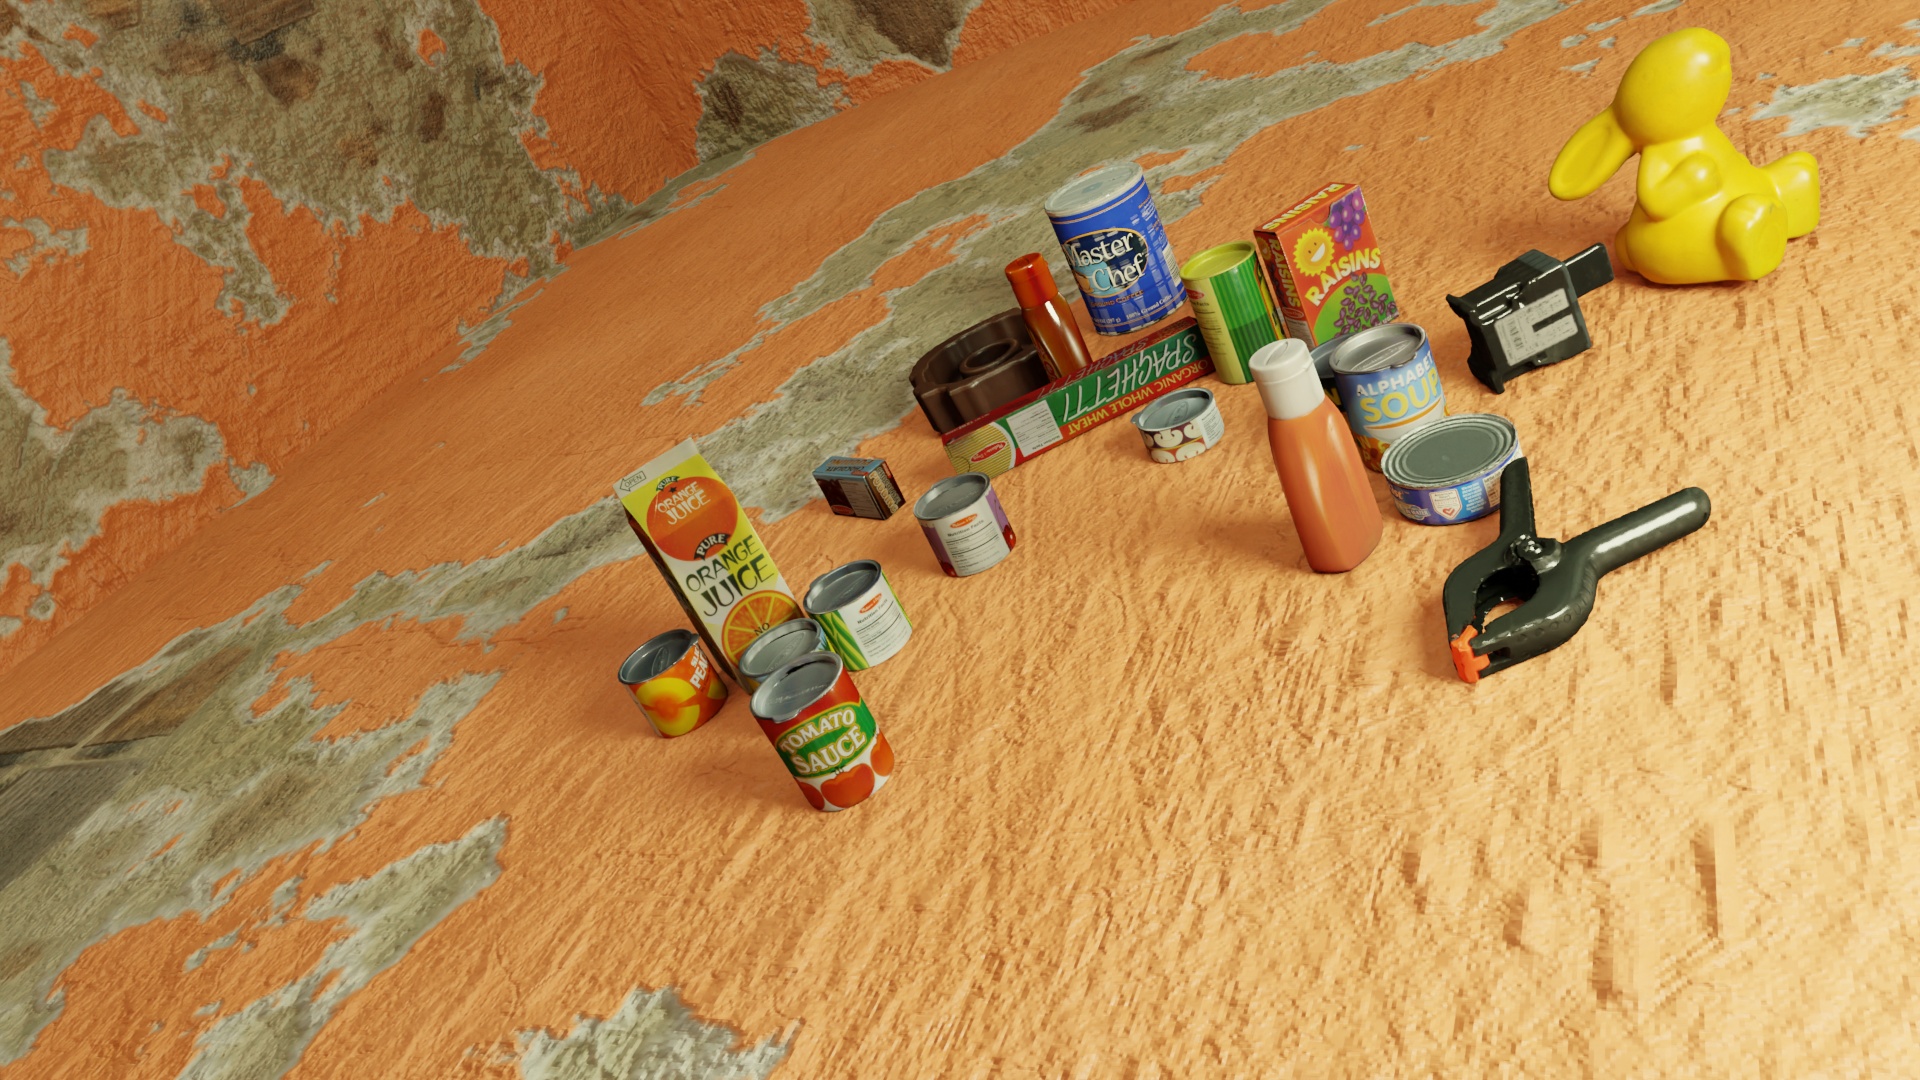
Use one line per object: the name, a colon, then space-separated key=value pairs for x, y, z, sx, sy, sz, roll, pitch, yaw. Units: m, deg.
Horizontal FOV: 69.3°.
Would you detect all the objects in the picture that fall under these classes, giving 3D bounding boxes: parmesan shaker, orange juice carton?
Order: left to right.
orange juice carton: x=-0.192 y=0.017 z=1.077 sx=0.072 sy=0.192 sz=0.073 roll=-35 pitch=27 yaw=-17
parmesan shaker: x=0.233 y=-0.193 z=1.177 sx=0.071 sy=0.102 sz=0.071 roll=-21 pitch=26 yaw=11

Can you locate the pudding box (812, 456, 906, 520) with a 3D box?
pudding box: x=-0.094 y=-0.049 z=1.273 sx=0.083 sy=0.049 sz=0.030 roll=7 pitch=41 yaw=49

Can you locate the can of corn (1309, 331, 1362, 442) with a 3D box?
can of corn: x=0.288 y=-0.112 z=1.025 sx=0.071 sy=0.058 sz=0.071 roll=-21 pitch=26 yaw=11

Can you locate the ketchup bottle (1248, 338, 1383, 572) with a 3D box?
ketchup bottle: x=0.223 y=-0.055 z=0.875 sx=0.043 sy=0.148 sz=0.065 roll=-1 pitch=36 yaw=43

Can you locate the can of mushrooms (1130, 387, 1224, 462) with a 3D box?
can of mushrooms: x=0.176 y=-0.093 z=1.123 sx=0.071 sy=0.033 sz=0.071 roll=-21 pitch=26 yaw=11

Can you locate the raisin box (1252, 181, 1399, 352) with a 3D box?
raisin box: x=0.300 y=-0.219 z=1.138 sx=0.086 sy=0.123 sz=0.040 roll=-32 pitch=26 yaw=-11

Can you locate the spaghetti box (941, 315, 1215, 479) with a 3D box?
spaghetti box: x=0.105 y=-0.122 z=1.224 sx=0.250 sy=0.050 sz=0.029 roll=-26 pitch=25 yaw=2

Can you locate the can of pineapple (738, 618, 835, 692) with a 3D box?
can of pineapple: x=-0.118 y=0.099 z=1.010 sx=0.071 sy=0.057 sz=0.071 roll=-21 pitch=26 yaw=11

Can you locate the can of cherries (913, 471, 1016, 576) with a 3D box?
can of cherries: x=0.004 y=-0.014 z=1.107 sx=0.071 sy=0.058 sz=0.072 roll=-21 pitch=26 yaw=11

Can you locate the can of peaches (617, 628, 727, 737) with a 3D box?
can of peaches: x=-0.222 y=0.111 z=1.086 sx=0.071 sy=0.058 sz=0.071 roll=-21 pitch=26 yaw=11

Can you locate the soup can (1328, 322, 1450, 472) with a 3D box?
soup can: x=0.299 y=-0.097 z=0.957 sx=0.071 sy=0.083 sz=0.072 roll=-21 pitch=26 yaw=11

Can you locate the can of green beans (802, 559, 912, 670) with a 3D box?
can of green beans: x=-0.077 y=0.057 z=1.052 sx=0.071 sy=0.057 sz=0.071 roll=-21 pitch=26 yaw=11

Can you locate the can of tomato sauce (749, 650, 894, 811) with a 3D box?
can of tomato sauce: x=-0.089 y=0.126 z=0.905 sx=0.071 sy=0.082 sz=0.071 roll=-21 pitch=26 yaw=11

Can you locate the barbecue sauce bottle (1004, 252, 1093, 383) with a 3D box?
barbecue sauce bottle: x=0.085 y=-0.185 z=1.247 sx=0.044 sy=0.148 sz=0.065 roll=-27 pitch=25 yaw=0
